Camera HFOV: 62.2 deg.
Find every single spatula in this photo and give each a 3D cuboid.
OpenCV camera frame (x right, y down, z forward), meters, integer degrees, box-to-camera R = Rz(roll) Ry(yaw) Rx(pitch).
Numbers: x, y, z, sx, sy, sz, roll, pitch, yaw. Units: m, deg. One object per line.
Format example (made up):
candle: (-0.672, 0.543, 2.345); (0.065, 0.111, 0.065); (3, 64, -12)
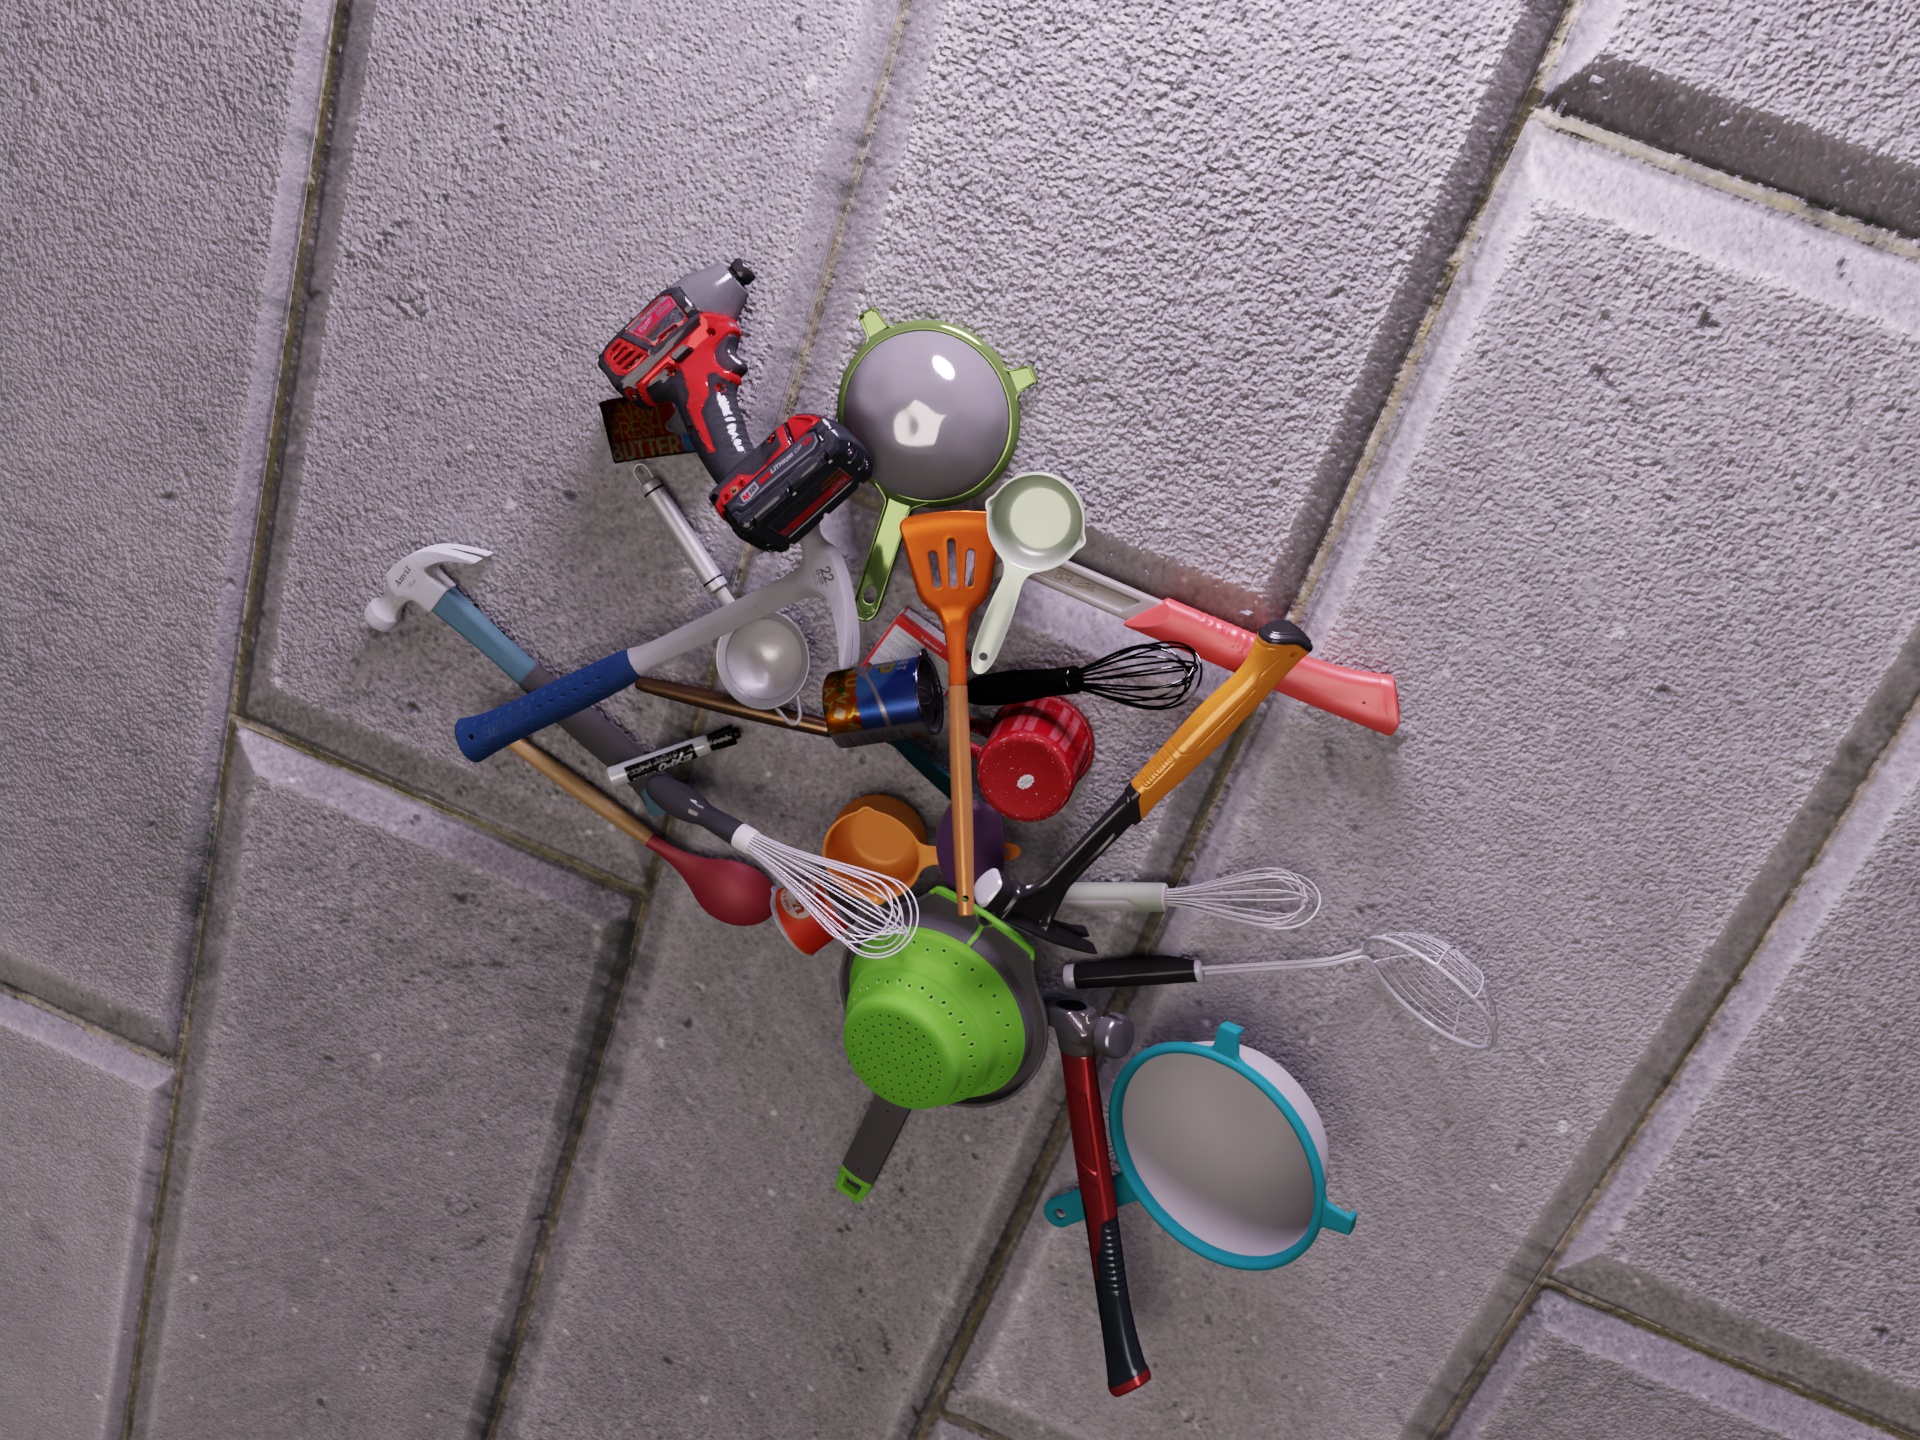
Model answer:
spatula: (-0.141, 0.011, 1.380); (0.317, 0.082, 0.044); (13, 72, 13)
spatula: (0.012, 0.206, 1.399); (0.060, 0.018, 0.315); (5, 119, 13)
spatula: (-0.002, -0.004, 1.273); (0.081, 0.041, 0.322); (-2, 90, 0)

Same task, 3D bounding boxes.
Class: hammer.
hammer: (0.113, 0.429, 1.433); (0.143, 0.038, 0.386); (7, 111, 46)
hammer: (0.180, -0.065, 1.278); (0.359, 0.037, 0.149); (24, 115, 5)
hammer: (-0.379, -0.031, 1.433); (0.331, 0.033, 0.128); (42, 116, -5)
hammer: (0.161, 0.054, 1.275); (0.127, 0.034, 0.337); (29, 113, -32)
hammer: (-0.266, -0.048, 1.352); (0.405, 0.035, 0.144); (-23, 95, 22)

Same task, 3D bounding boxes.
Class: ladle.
ladle: (-0.306, 0.093, 1.467); (0.315, 0.031, 0.069); (35, 114, 1)

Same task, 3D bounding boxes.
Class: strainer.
strainer: (-0.049, -0.189, 1.268); (0.151, 0.069, 0.256); (22, 113, 5)
strainer: (-0.202, -0.110, 1.354); (0.087, 0.050, 0.258); (-31, 95, 17)
strainer: (0.204, 0.388, 1.427); (0.340, 0.095, 0.211); (-38, 80, 45)

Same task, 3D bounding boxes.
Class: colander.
colander: (-0.061, 0.330, 1.428); (0.204, 0.094, 0.396); (32, 125, 13)

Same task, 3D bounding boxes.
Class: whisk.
whisk: (-0.158, 0.116, 1.370); (0.285, 0.070, 0.070); (28, 116, 19)
whisk: (0.182, 0.152, 1.357); (0.246, 0.059, 0.057); (-1, 138, 19)
whisk: (0.091, -0.029, 1.269); (0.239, 0.055, 0.055); (-5, 112, 43)

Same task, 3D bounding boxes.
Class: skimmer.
skimmer: (0.261, 0.234, 1.343); (0.363, 0.090, 0.127); (-6, 141, 19)

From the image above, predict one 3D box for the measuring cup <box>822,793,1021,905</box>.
measuring cup: (-0.031, 0.107, 1.391); (0.173, 0.052, 0.095); (-2, 111, 8)

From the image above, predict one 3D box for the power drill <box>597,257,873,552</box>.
power drill: (-0.173, -0.252, 1.239); (0.143, 0.078, 0.220); (-40, 73, 8)

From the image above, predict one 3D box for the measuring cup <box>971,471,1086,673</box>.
measuring cup: (0.045, -0.115, 1.246); (0.083, 0.038, 0.167); (23, 108, 4)
